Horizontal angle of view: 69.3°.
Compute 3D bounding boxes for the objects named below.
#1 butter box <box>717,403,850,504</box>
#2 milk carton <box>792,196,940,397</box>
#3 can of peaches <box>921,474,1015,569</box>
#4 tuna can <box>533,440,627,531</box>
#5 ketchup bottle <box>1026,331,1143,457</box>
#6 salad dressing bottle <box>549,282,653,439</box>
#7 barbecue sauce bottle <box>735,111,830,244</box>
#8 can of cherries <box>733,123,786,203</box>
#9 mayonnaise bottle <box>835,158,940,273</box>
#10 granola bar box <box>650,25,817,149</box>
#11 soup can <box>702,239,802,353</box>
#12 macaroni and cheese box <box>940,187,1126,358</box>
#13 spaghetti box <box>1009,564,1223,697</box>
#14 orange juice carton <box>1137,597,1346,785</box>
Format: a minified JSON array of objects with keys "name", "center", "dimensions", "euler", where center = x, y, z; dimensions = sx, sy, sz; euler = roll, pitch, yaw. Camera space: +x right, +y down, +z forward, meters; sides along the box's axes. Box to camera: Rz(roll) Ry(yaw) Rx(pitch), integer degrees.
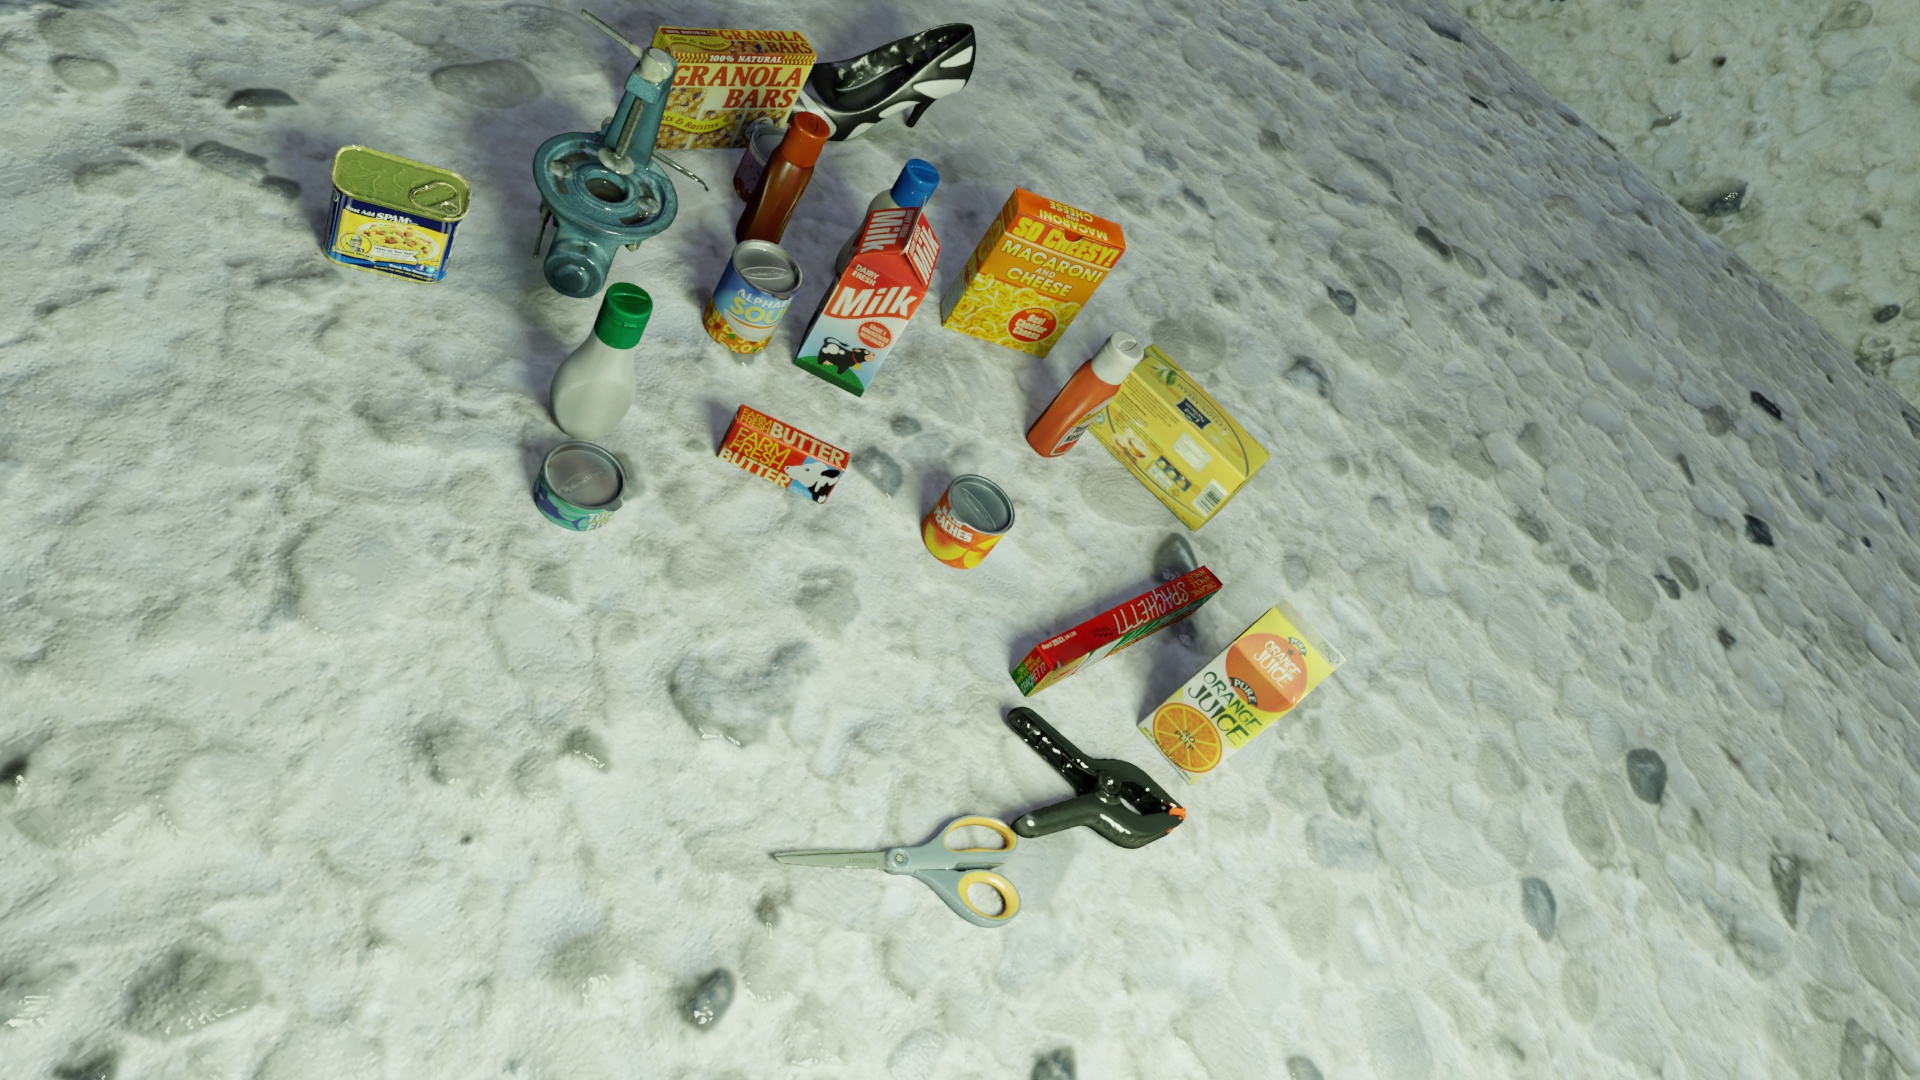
[{"name":"butter box","center":[-0.152,-0.073,1.185],"dimensions":[0.103,0.053,0.024],"euler":[25,46,-14]},{"name":"milk carton","center":[-0.078,-0.225,1.257],"dimensions":[0.073,0.189,0.073],"euler":[26,46,-13]},{"name":"can of peaches","center":[0.004,-0.015,1.236],"dimensions":[0.071,0.057,0.071],"euler":[18,48,-20]},{"name":"tuna can","center":[-0.294,-0.040,1.082],"dimensions":[0.071,0.032,0.071],"euler":[17,48,-20]},{"name":"ketchup bottle","center":[0.122,-0.142,1.349],"dimensions":[0.043,0.148,0.065],"euler":[49,45,11]},{"name":"salad dressing bottle","center":[-0.279,-0.140,1.090],"dimensions":[0.064,0.147,0.044],"euler":[3,55,-31]},{"name":"barbecue sauce bottle","center":[-0.169,-0.340,1.322],"dimensions":[0.044,0.147,0.065],"euler":[20,47,-18]},{"name":"can of cherries","center":[-0.190,-0.375,1.401],"dimensions":[0.071,0.058,0.072],"euler":[18,48,-20]},{"name":"mayonnaise bottle","center":[-0.068,-0.307,1.360],"dimensions":[0.065,0.147,0.041],"euler":[5,53,-30]},{"name":"granola bar box","center":[-0.240,-0.449,1.381],"dimensions":[0.166,0.123,0.039],"euler":[-15,65,-40]},{"name":"soup can","center":[-0.188,-0.217,1.257],"dimensions":[0.071,0.083,0.072],"euler":[18,48,-20]},{"name":"macaroni and cheese box","center":[0.071,-0.265,1.403],"dimensions":[0.124,0.165,0.040],"euler":[14,50,-24]},{"name":"spaghetti box","center":[0.146,0.079,1.256],"dimensions":[0.251,0.050,0.029],"euler":[-21,69,-42]},{"name":"orange juice carton","center":[0.242,0.124,1.179],"dimensions":[0.072,0.191,0.073],"euler":[48,45,10]}]
